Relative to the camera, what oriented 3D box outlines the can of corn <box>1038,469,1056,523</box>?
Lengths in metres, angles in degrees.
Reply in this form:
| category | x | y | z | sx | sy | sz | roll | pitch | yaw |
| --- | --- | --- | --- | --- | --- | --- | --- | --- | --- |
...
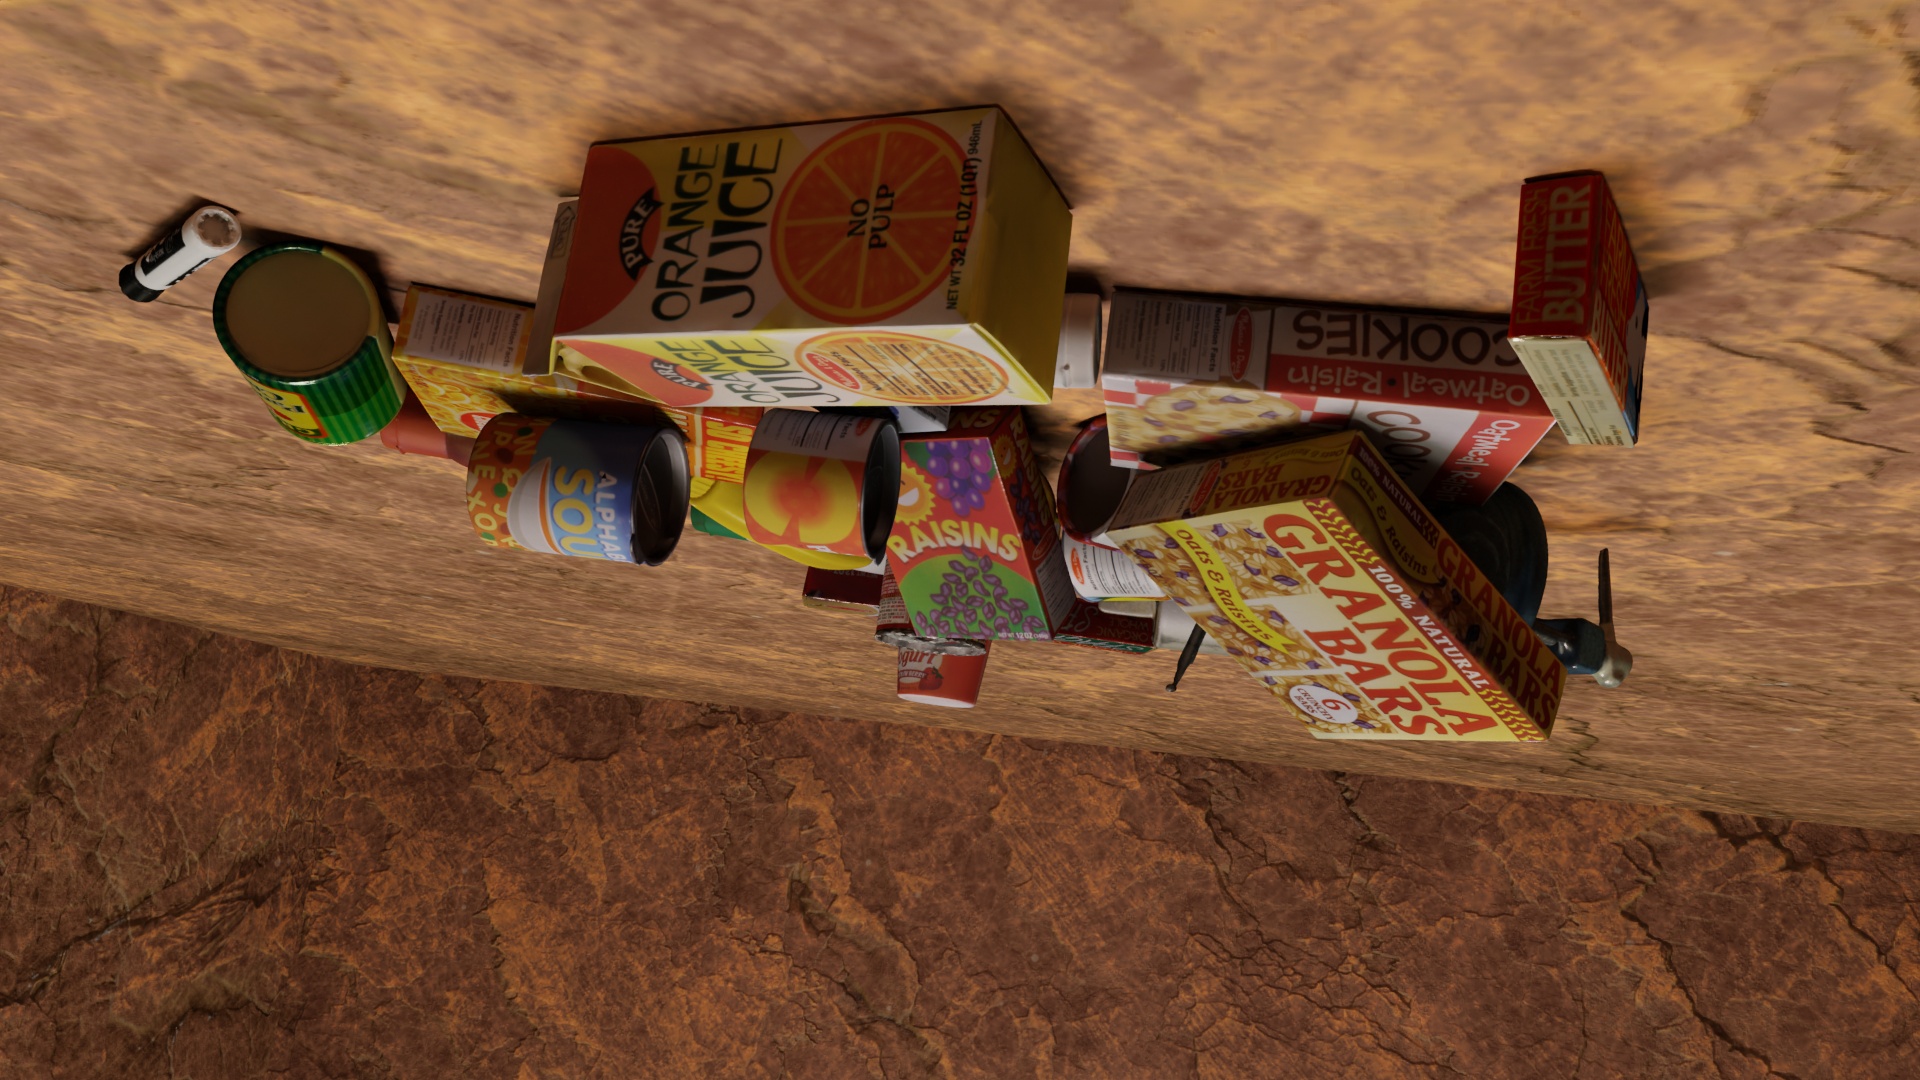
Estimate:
| category | x | y | z | sx | sy | sz | roll | pitch | yaw |
| --- | --- | --- | --- | --- | --- | --- | --- | --- | --- |
| can of corn | 0.017 | -0.010 | 0.791 | 0.071 | 0.071 | 0.058 | 9 | 167 | -8 |

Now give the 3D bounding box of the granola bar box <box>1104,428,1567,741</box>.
| category | x | y | z | sx | sy | sz | roll | pitch | yaw |
| --- | --- | --- | --- | --- | --- | --- | --- | --- | --- |
| granola bar box | 0.162 | 0.026 | 0.601 | 0.165 | 0.039 | 0.124 | 42 | 151 | -25 |

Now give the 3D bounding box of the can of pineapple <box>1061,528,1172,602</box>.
| category | x | y | z | sx | sy | sz | roll | pitch | yaw |
| --- | --- | --- | --- | --- | --- | --- | --- | --- | --- |
| can of pineapple | 0.102 | 0.002 | 0.814 | 0.058 | 0.071 | 0.071 | -2 | 164 | 37 |

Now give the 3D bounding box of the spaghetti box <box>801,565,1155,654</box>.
| category | x | y | z | sx | sy | sz | roll | pitch | yaw |
| --- | --- | --- | --- | --- | --- | --- | --- | --- | --- |
| spaghetti box | 0.015 | 0.048 | 0.973 | 0.250 | 0.029 | 0.050 | 8 | 168 | -4 |

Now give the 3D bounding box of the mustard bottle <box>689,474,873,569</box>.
| category | x | y | z | sx | sy | sz | roll | pitch | yaw |
| --- | --- | --- | --- | --- | --- | --- | --- | --- | --- |
| mustard bottle | -0.116 | -0.030 | 0.803 | 0.160 | 0.065 | 0.049 | 22 | 166 | -37 |

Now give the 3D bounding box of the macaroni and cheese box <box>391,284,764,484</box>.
| category | x | y | z | sx | sy | sz | roll | pitch | yaw |
| --- | --- | --- | --- | --- | --- | --- | --- | --- | --- |
| macaroni and cheese box | -0.181 | -0.073 | 0.693 | 0.166 | 0.040 | 0.123 | 10 | 167 | -8 |

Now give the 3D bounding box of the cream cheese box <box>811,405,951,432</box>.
| category | x | y | z | sx | sy | sz | roll | pitch | yaw |
| --- | --- | --- | --- | --- | --- | --- | --- | --- | --- |
| cream cheese box | -0.051 | -0.076 | 0.640 | 0.053 | 0.024 | 0.103 | -1 | 165 | 30 |

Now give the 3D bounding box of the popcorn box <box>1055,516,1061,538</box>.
| category | x | y | z | sx | sy | sz | roll | pitch | yaw |
| --- | --- | --- | --- | --- | --- | --- | --- | --- | --- |
| popcorn box | 0.018 | 0.008 | 0.954 | 0.085 | 0.038 | 0.126 | 9 | 168 | -3 |

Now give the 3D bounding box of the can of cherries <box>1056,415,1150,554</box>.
| category | x | y | z | sx | sy | sz | roll | pitch | yaw |
| --- | --- | --- | --- | --- | --- | --- | --- | --- | --- |
| can of cherries | 0.088 | -0.025 | 0.695 | 0.058 | 0.071 | 0.071 | 15 | 166 | -29 |

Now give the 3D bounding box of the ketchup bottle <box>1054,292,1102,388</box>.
| category | x | y | z | sx | sy | sz | roll | pitch | yaw |
| --- | --- | --- | --- | --- | --- | --- | --- | --- | --- |
| ketchup bottle | -0.020 | -0.081 | 0.544 | 0.149 | 0.044 | 0.064 | 5 | 147 | 10 |

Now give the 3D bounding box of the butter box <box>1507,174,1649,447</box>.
| category | x | y | z | sx | sy | sz | roll | pitch | yaw |
| --- | --- | --- | --- | --- | --- | --- | --- | --- | --- |
| butter box | 0.200 | -0.070 | 0.446 | 0.024 | 0.053 | 0.103 | 2 | 166 | 34 |

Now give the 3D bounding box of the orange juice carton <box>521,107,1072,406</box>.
| category | x | y | z | sx | sy | sz | roll | pitch | yaw |
| --- | --- | --- | --- | --- | --- | --- | --- | --- | --- |
| orange juice carton | -0.066 | -0.089 | 0.472 | 0.192 | 0.072 | 0.073 | 2 | 166 | 23 |

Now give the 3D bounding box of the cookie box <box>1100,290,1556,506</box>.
| category | x | y | z | sx | sy | sz | roll | pitch | yaw |
| --- | --- | --- | --- | --- | --- | --- | --- | --- | --- |
| cookie box | 0.146 | -0.057 | 0.573 | 0.167 | 0.040 | 0.122 | 7 | 167 | 9 |

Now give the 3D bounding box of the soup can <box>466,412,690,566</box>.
| category | x | y | z | sx | sy | sz | roll | pitch | yaw |
| --- | --- | --- | --- | --- | --- | --- | --- | --- | --- |
| soup can | -0.180 | -0.023 | 0.655 | 0.084 | 0.071 | 0.071 | 6 | 167 | 10 |

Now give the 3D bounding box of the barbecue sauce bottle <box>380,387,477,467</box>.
| category | x | y | z | sx | sy | sz | roll | pitch | yaw |
| --- | --- | --- | --- | --- | --- | --- | --- | --- | --- |
| barbecue sauce bottle | -0.252 | -0.058 | 0.798 | 0.149 | 0.044 | 0.064 | 9 | 167 | -5 |

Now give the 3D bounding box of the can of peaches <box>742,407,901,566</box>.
| category | x | y | z | sx | sy | sz | roll | pitch | yaw |
| --- | --- | --- | --- | --- | --- | --- | --- | --- | --- |
| can of peaches | -0.064 | -0.025 | 0.651 | 0.058 | 0.071 | 0.071 | 7 | 168 | 10 |

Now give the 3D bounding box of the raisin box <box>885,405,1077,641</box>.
| category | x | y | z | sx | sy | sz | roll | pitch | yaw |
| --- | --- | --- | --- | --- | --- | --- | --- | --- | --- |
| raisin box | 0.003 | -0.009 | 0.717 | 0.086 | 0.040 | 0.123 | 0 | 124 | 31 |

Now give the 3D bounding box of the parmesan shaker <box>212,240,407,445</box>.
| category | x | y | z | sx | sy | sz | roll | pitch | yaw |
| --- | --- | --- | --- | --- | --- | --- | --- | --- | --- |
| parmesan shaker | -0.295 | -0.090 | 0.632 | 0.071 | 0.071 | 0.103 | 10 | 167 | -13 |

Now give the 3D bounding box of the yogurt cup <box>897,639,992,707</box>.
| category | x | y | z | sx | sy | sz | roll | pitch | yaw |
| --- | --- | --- | --- | --- | --- | --- | --- | --- | --- |
| yogurt cup | -0.013 | 0.085 | 0.957 | 0.072 | 0.054 | 0.072 | 7 | 168 | 2 |

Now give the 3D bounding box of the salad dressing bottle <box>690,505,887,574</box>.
| category | x | y | z | sx | sy | sz | roll | pitch | yaw |
| --- | --- | --- | --- | --- | --- | --- | --- | --- | --- |
| salad dressing bottle | -0.102 | -0.012 | 0.910 | 0.148 | 0.043 | 0.064 | 10 | -157 | 11 |
